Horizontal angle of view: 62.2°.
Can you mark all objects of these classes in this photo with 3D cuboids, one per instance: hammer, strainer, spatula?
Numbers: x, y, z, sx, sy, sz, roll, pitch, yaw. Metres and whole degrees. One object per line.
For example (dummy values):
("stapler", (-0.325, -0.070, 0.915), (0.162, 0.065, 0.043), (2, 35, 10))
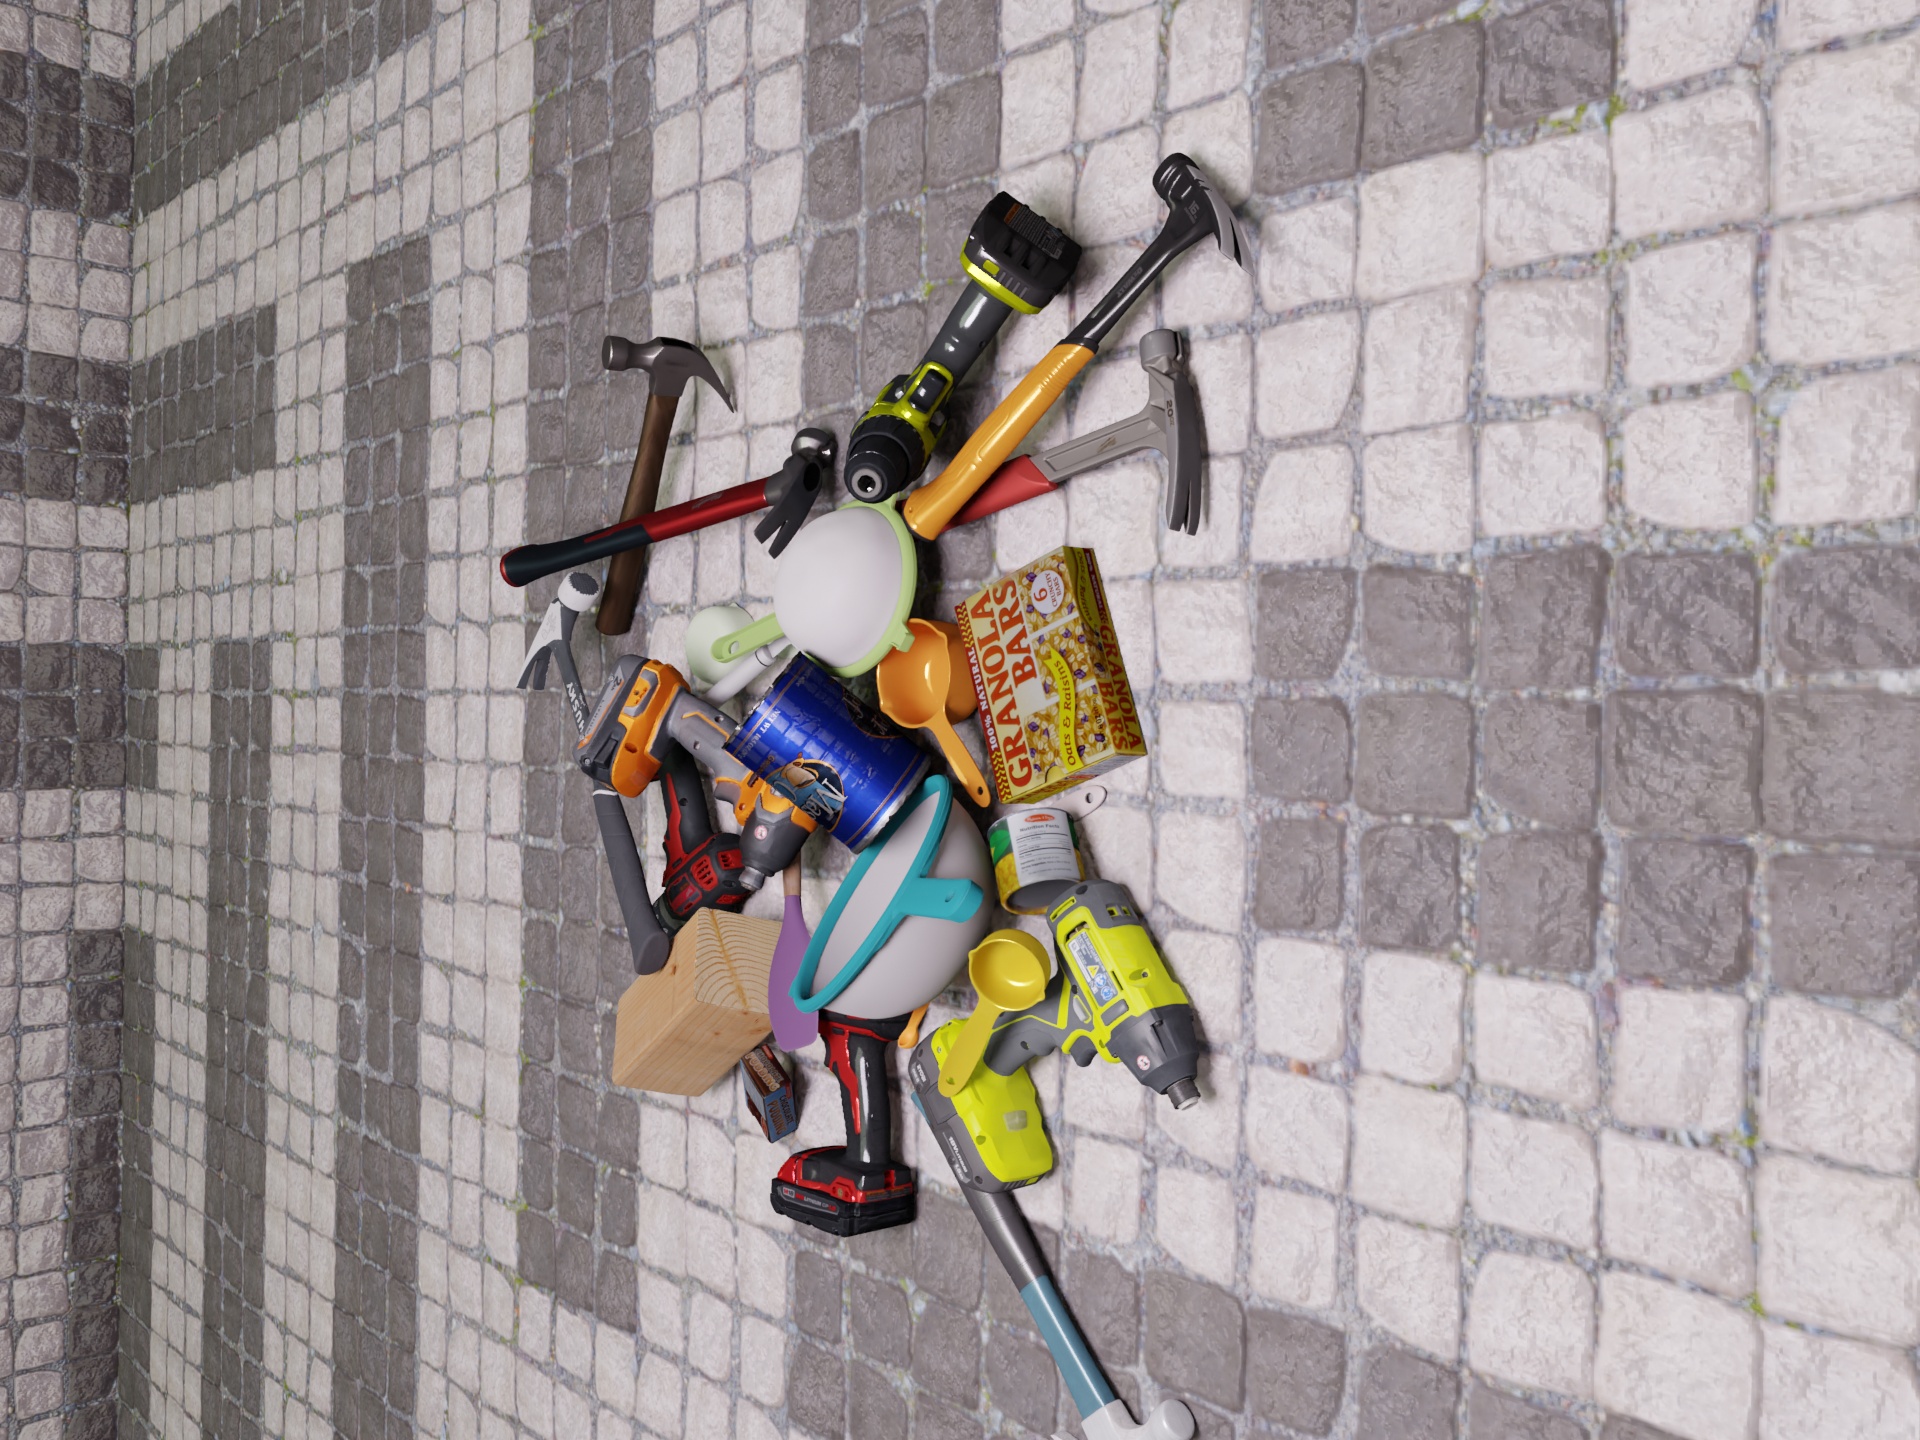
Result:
("hammer", (-0.343, 0.057, 1.503), (0.149, 0.036, 0.409), (-48, 51, 35))
("hammer", (-0.310, -0.221, 1.557), (0.031, 0.130, 0.331), (59, 140, 41))
("strainer", (-0.016, 0.148, 1.174), (0.211, 0.095, 0.340), (-59, 12, -14))
("spatula", (-0.148, 0.131, 1.386), (0.060, 0.018, 0.316), (-23, 59, 34))
("strainer", (-0.146, -0.099, 1.331), (0.256, 0.069, 0.152), (-21, 67, 40))
("hammer", (0.071, -0.248, 1.155), (0.336, 0.034, 0.127), (-45, 42, 28))
("strainer", (-0.168, -0.064, 1.425), (0.258, 0.050, 0.087), (-36, 72, 32))
("hammer", (-0.291, -0.167, 1.465), (0.386, 0.038, 0.143), (-11, 41, 33))
("hammer", (0.036, -0.174, 1.233), (0.359, 0.036, 0.149), (-14, 74, 45))
("hammer", (0.050, 0.419, 1.219), (0.128, 0.033, 0.331), (-51, 55, 31))

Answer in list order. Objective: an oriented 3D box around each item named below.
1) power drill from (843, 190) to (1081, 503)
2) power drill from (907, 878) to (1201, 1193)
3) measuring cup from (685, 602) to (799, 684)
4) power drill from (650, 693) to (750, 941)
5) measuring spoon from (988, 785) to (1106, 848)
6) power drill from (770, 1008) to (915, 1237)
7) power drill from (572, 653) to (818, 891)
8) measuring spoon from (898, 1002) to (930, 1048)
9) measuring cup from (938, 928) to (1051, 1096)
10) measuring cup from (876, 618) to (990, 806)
("power drill", (-0.009, -0.271, 1.197), (0.080, 0.191, 0.228), (34, 117, -8))
("power drill", (0.072, 0.247, 1.170), (0.223, 0.080, 0.171), (-46, 58, 32))
("measuring cup", (-0.198, -0.069, 1.476), (0.168, 0.038, 0.083), (3, 92, 45))
("power drill", (-0.288, 0.106, 1.545), (0.188, 0.080, 0.227), (-41, 64, 38))
("measuring spoon", (0.063, 0.076, 1.220), (0.124, 0.018, 0.034), (-30, 68, 41))
("power drill", (-0.099, 0.310, 1.347), (0.143, 0.078, 0.220), (1, 87, 46))
("power drill", (-0.220, 0.044, 1.389), (0.226, 0.084, 0.164), (19, 76, 19))
("measuring spoon", (-0.020, 0.213, 1.260), (0.021, 0.011, 0.117), (-24, 29, 47))
("measuring cup", (0.019, 0.214, 1.157), (0.062, 0.029, 0.156), (30, 121, 9))
("measuring cup", (-0.002, -0.004, 1.266), (0.095, 0.052, 0.174), (-48, 59, 34))
